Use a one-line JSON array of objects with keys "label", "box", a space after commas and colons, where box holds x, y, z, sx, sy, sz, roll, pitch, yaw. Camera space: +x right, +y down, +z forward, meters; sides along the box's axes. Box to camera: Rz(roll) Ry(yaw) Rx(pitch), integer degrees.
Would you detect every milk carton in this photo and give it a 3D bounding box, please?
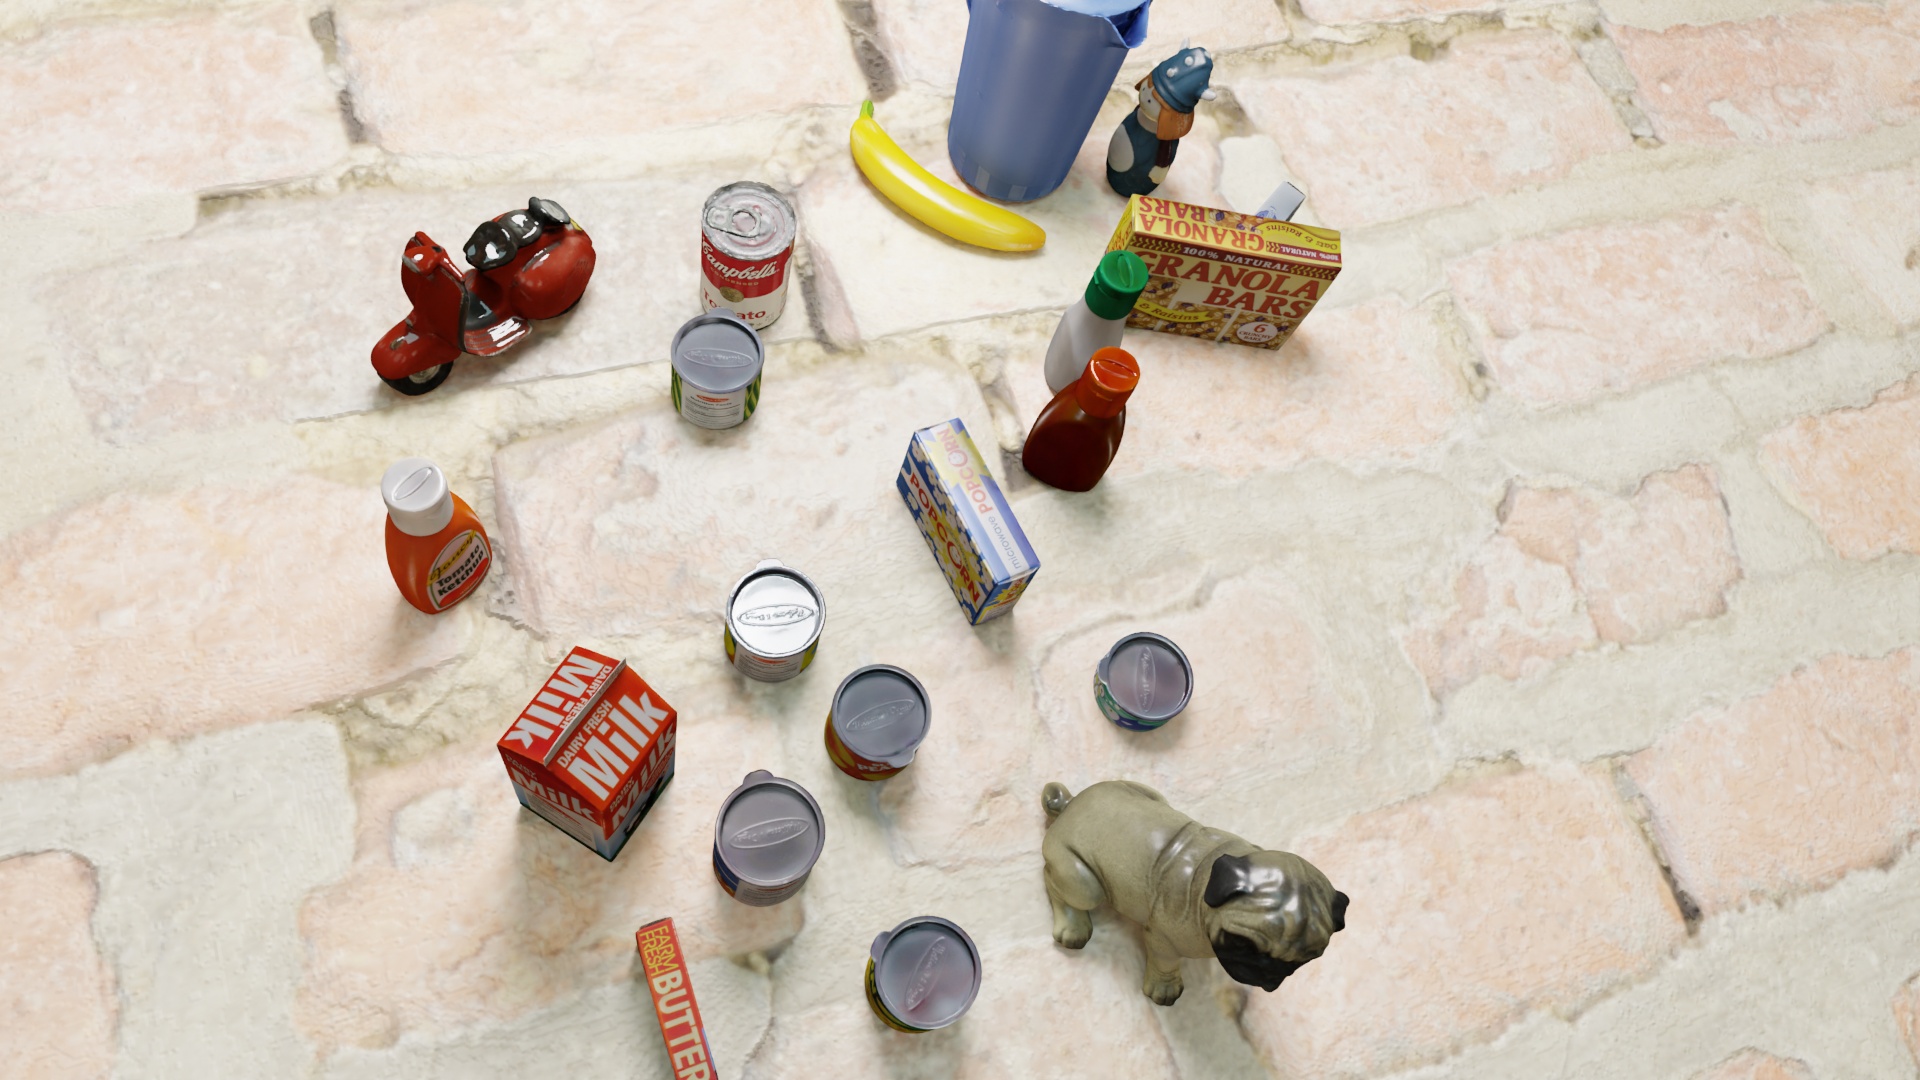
[{"label": "milk carton", "box": [-0.217, 0.125, 0.819, 0.073, 0.189, 0.072, 32, 65, 3]}]

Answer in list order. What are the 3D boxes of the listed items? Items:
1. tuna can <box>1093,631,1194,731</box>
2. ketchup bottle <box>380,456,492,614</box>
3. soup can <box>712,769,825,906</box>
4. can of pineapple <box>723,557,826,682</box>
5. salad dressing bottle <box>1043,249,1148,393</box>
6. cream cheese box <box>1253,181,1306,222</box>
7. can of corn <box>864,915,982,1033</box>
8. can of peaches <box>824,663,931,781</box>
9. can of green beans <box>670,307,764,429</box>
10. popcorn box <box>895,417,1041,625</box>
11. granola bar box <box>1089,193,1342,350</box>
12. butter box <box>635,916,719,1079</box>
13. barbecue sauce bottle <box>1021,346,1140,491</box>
[{"label": "tuna can", "box": [0.127, 0.101, 0.989, 0.071, 0.032, 0.071, 4, 66, -10]}, {"label": "ketchup bottle", "box": [-0.334, -0.005, 0.875, 0.043, 0.148, 0.065, 38, 65, 5]}, {"label": "soup can", "box": [-0.122, 0.188, 0.871, 0.071, 0.083, 0.071, 4, 66, -10]}, {"label": "can of pineapple", "box": [-0.126, 0.056, 0.942, 0.071, 0.057, 0.071, 4, 66, -10]}, {"label": "salad dressing bottle", "box": [0.101, -0.160, 1.034, 0.044, 0.147, 0.064, -2, 68, -13]}, {"label": "cream cheese box", "box": [0.244, -0.249, 1.156, 0.024, 0.053, 0.104, 38, 65, 6]}, {"label": "can of corn", "box": [-0.027, 0.271, 0.868, 0.071, 0.058, 0.071, 4, 66, -10]}, {"label": "can of peaches", "box": [-0.055, 0.125, 0.926, 0.071, 0.057, 0.071, 4, 66, -10]}, {"label": "can of green beans", "box": [-0.177, -0.122, 1.009, 0.071, 0.057, 0.071, 4, 66, -10]}, {"label": "popcorn box", "box": [0.004, -0.012, 0.984, 0.038, 0.085, 0.127, -23, 73, -20]}, {"label": "granola bar box", "box": [0.196, -0.206, 1.088, 0.166, 0.123, 0.039, 8, 66, -8]}, {"label": "butter box", "box": [-0.171, 0.283, 0.836, 0.024, 0.053, 0.104, -15, 71, -18]}, {"label": "barbecue sauce bottle", "box": [0.090, -0.086, 1.000, 0.065, 0.148, 0.044, 22, 65, -2]}]
